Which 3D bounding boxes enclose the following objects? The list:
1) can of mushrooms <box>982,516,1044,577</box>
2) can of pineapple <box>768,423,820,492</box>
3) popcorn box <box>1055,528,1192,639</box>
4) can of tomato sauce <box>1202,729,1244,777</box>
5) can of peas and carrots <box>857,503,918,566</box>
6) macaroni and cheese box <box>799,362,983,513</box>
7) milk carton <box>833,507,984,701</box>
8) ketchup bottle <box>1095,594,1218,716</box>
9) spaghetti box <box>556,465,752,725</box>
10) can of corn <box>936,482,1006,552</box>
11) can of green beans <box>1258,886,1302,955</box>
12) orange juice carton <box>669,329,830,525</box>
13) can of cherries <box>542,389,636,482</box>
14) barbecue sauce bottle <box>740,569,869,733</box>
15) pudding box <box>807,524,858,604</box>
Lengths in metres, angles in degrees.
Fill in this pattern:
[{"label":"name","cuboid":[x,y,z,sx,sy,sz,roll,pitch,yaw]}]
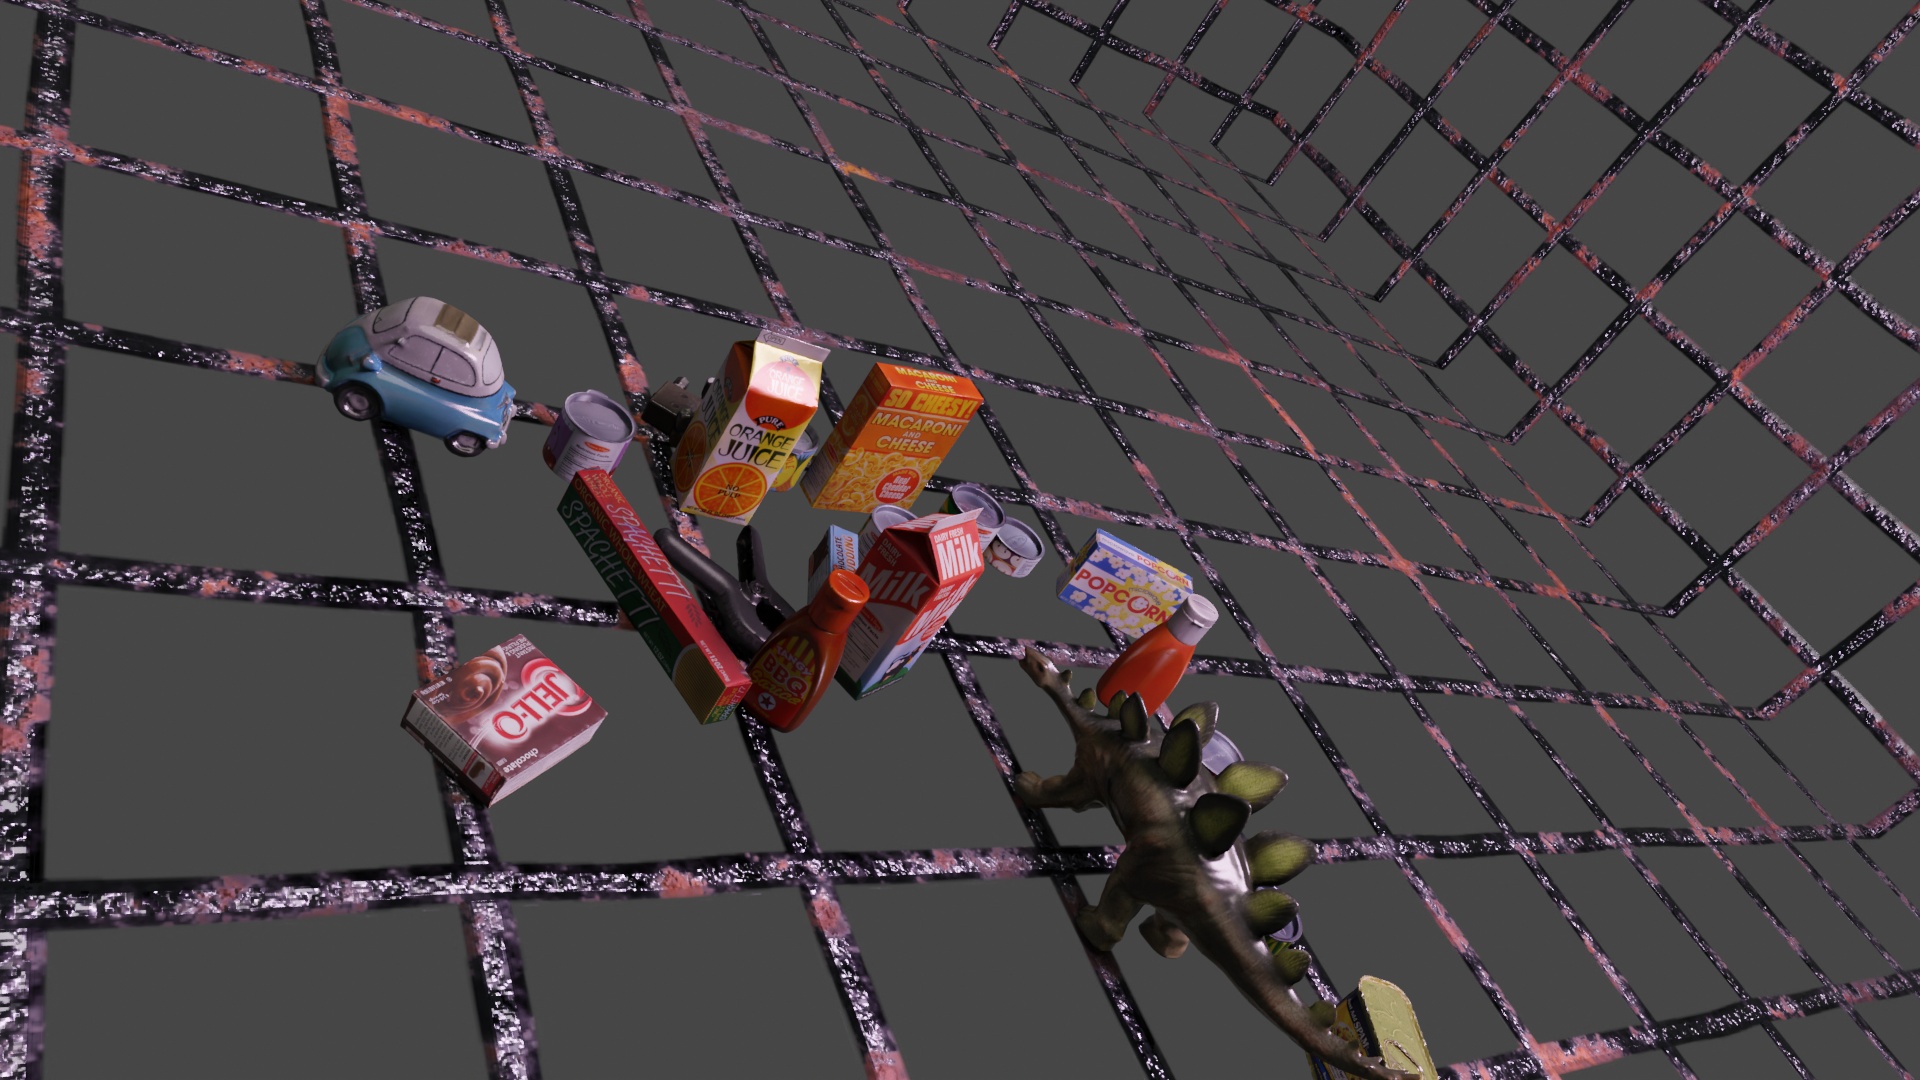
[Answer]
[{"label":"can of mushrooms","cuboid":[0.054,0.006,1.515,0.071,0.033,0.071,25,32,-17]},{"label":"can of pineapple","cuboid":[-0.183,-0.090,1.387,0.071,0.057,0.071,25,32,-17]},{"label":"popcorn box","cuboid":[0.180,0.051,1.525,0.127,0.085,0.038,27,31,-14]},{"label":"can of tomato sauce","cuboid":[0.219,0.226,1.324,0.071,0.082,0.071,26,32,-17]},{"label":"can of peas and carrots","cuboid":[-0.069,0.007,1.365,0.071,0.058,0.071,25,32,-17]},{"label":"macaroni and cheese box","cuboid":[-0.071,-0.100,1.406,0.124,0.165,0.040,4,43,-42]},{"label":"milk carton","cuboid":[-0.048,0.044,1.204,0.073,0.189,0.072,46,31,17]},{"label":"ketchup bottle","cuboid":[0.200,0.117,1.391,0.065,0.148,0.044,29,31,-11]},{"label":"spaghetti box","cuboid":[-0.255,0.041,1.140,0.029,0.050,0.251,-8,51,-50]},{"label":"can of corn","cuboid":[0.005,-0.018,1.475,0.071,0.058,0.071,25,32,-17]},{"label":"can of green beans","cuboid":[0.257,0.341,1.225,0.071,0.057,0.071,25,32,-17]},{"label":"orange juice carton","cuboid":[-0.193,-0.111,1.274,0.072,0.191,0.073,14,36,-33]},{"label":"can of cherries","cuboid":[-0.332,-0.091,1.240,0.071,0.058,0.072,25,32,-17]},{"label":"barbecue sauce bottle","cuboid":[-0.123,0.086,1.113,0.065,0.148,0.044,39,30,5]},{"label":"pudding box","cuboid":[-0.119,0.030,1.292,0.030,0.049,0.084,23,33,-21]}]
